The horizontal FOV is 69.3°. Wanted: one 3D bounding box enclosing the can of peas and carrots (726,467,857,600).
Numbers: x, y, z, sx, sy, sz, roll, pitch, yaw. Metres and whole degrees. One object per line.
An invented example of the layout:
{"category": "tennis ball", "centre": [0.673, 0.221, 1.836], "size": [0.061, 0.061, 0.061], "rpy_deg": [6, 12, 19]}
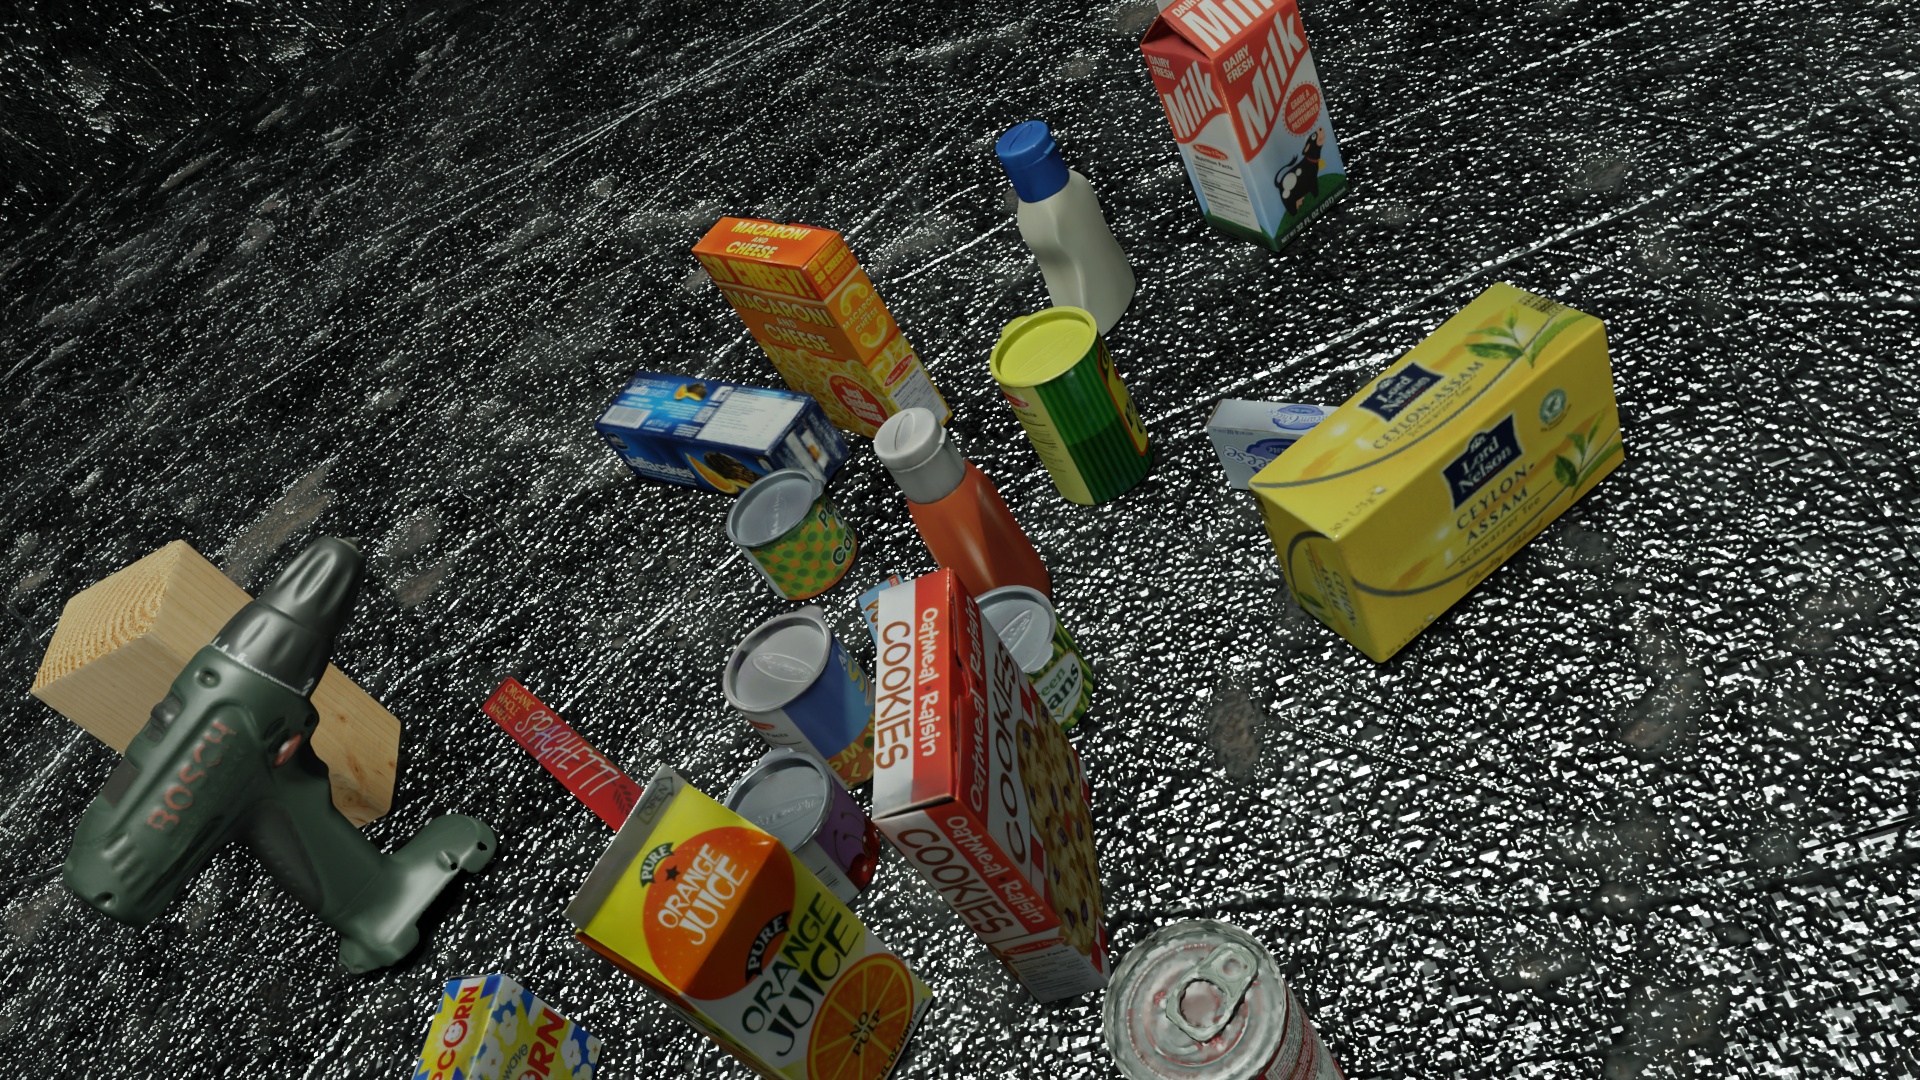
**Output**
{"category": "can of peas and carrots", "centre": [-0.106, -0.005, 0.898], "size": [0.071, 0.058, 0.071], "rpy_deg": [-18, 42, 17]}

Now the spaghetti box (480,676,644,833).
{"category": "spaghetti box", "centre": [-0.210, 0.146, 0.820], "size": [0.250, 0.050, 0.029], "rpy_deg": [23, 65, 45]}

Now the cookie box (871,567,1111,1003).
{"category": "cookie box", "centre": [0.016, 0.111, 0.619], "size": [0.040, 0.166, 0.123], "rpy_deg": [-19, 42, 16]}

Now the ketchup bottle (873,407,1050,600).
{"category": "ketchup bottle", "centre": [0.003, -0.010, 0.763], "size": [0.043, 0.148, 0.065], "rpy_deg": [-12, 44, 23]}

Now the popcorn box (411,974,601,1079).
{"category": "popcorn box", "centre": [-0.227, 0.285, 0.665], "size": [0.038, 0.085, 0.127], "rpy_deg": [-14, 44, 22]}

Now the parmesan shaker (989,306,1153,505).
{"category": "parmesan shaker", "centre": [0.067, -0.080, 0.827], "size": [0.071, 0.102, 0.072], "rpy_deg": [-18, 42, 17]}

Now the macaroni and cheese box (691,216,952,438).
{"category": "macaroni and cheese box", "centre": [-0.092, -0.141, 0.942], "size": [0.124, 0.166, 0.040], "rpy_deg": [18, 62, 43]}

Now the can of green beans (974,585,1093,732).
{"category": "can of green beans", "centre": [0.031, 0.067, 0.738], "size": [0.071, 0.057, 0.071], "rpy_deg": [-18, 42, 17]}

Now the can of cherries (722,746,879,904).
{"category": "can of cherries", "centre": [-0.083, 0.152, 0.726], "size": [0.071, 0.058, 0.072], "rpy_deg": [-18, 42, 17]}

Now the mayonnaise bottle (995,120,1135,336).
{"category": "mayonnaise bottle", "centre": [0.069, -0.206, 0.917], "size": [0.041, 0.147, 0.065], "rpy_deg": [10, 56, 39]}

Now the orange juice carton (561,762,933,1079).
{"category": "orange juice carton", "centre": [-0.095, 0.177, 0.605], "size": [0.073, 0.192, 0.072], "rpy_deg": [10, 56, 39]}

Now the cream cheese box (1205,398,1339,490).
{"category": "cream cheese box", "centre": [0.190, -0.048, 0.754], "size": [0.104, 0.053, 0.024], "rpy_deg": [9, 56, 39]}

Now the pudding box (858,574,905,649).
{"category": "pudding box", "centre": [-0.026, 0.063, 0.785], "size": [0.030, 0.049, 0.084], "rpy_deg": [-31, 40, 3]}

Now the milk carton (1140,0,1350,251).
{"category": "milk carton", "centre": [0.180, -0.288, 0.895], "size": [0.072, 0.190, 0.073], "rpy_deg": [-41, 41, -9]}

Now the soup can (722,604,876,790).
{"category": "soup can", "centre": [-0.079, 0.088, 0.768], "size": [0.071, 0.083, 0.072], "rpy_deg": [-18, 42, 17]}
